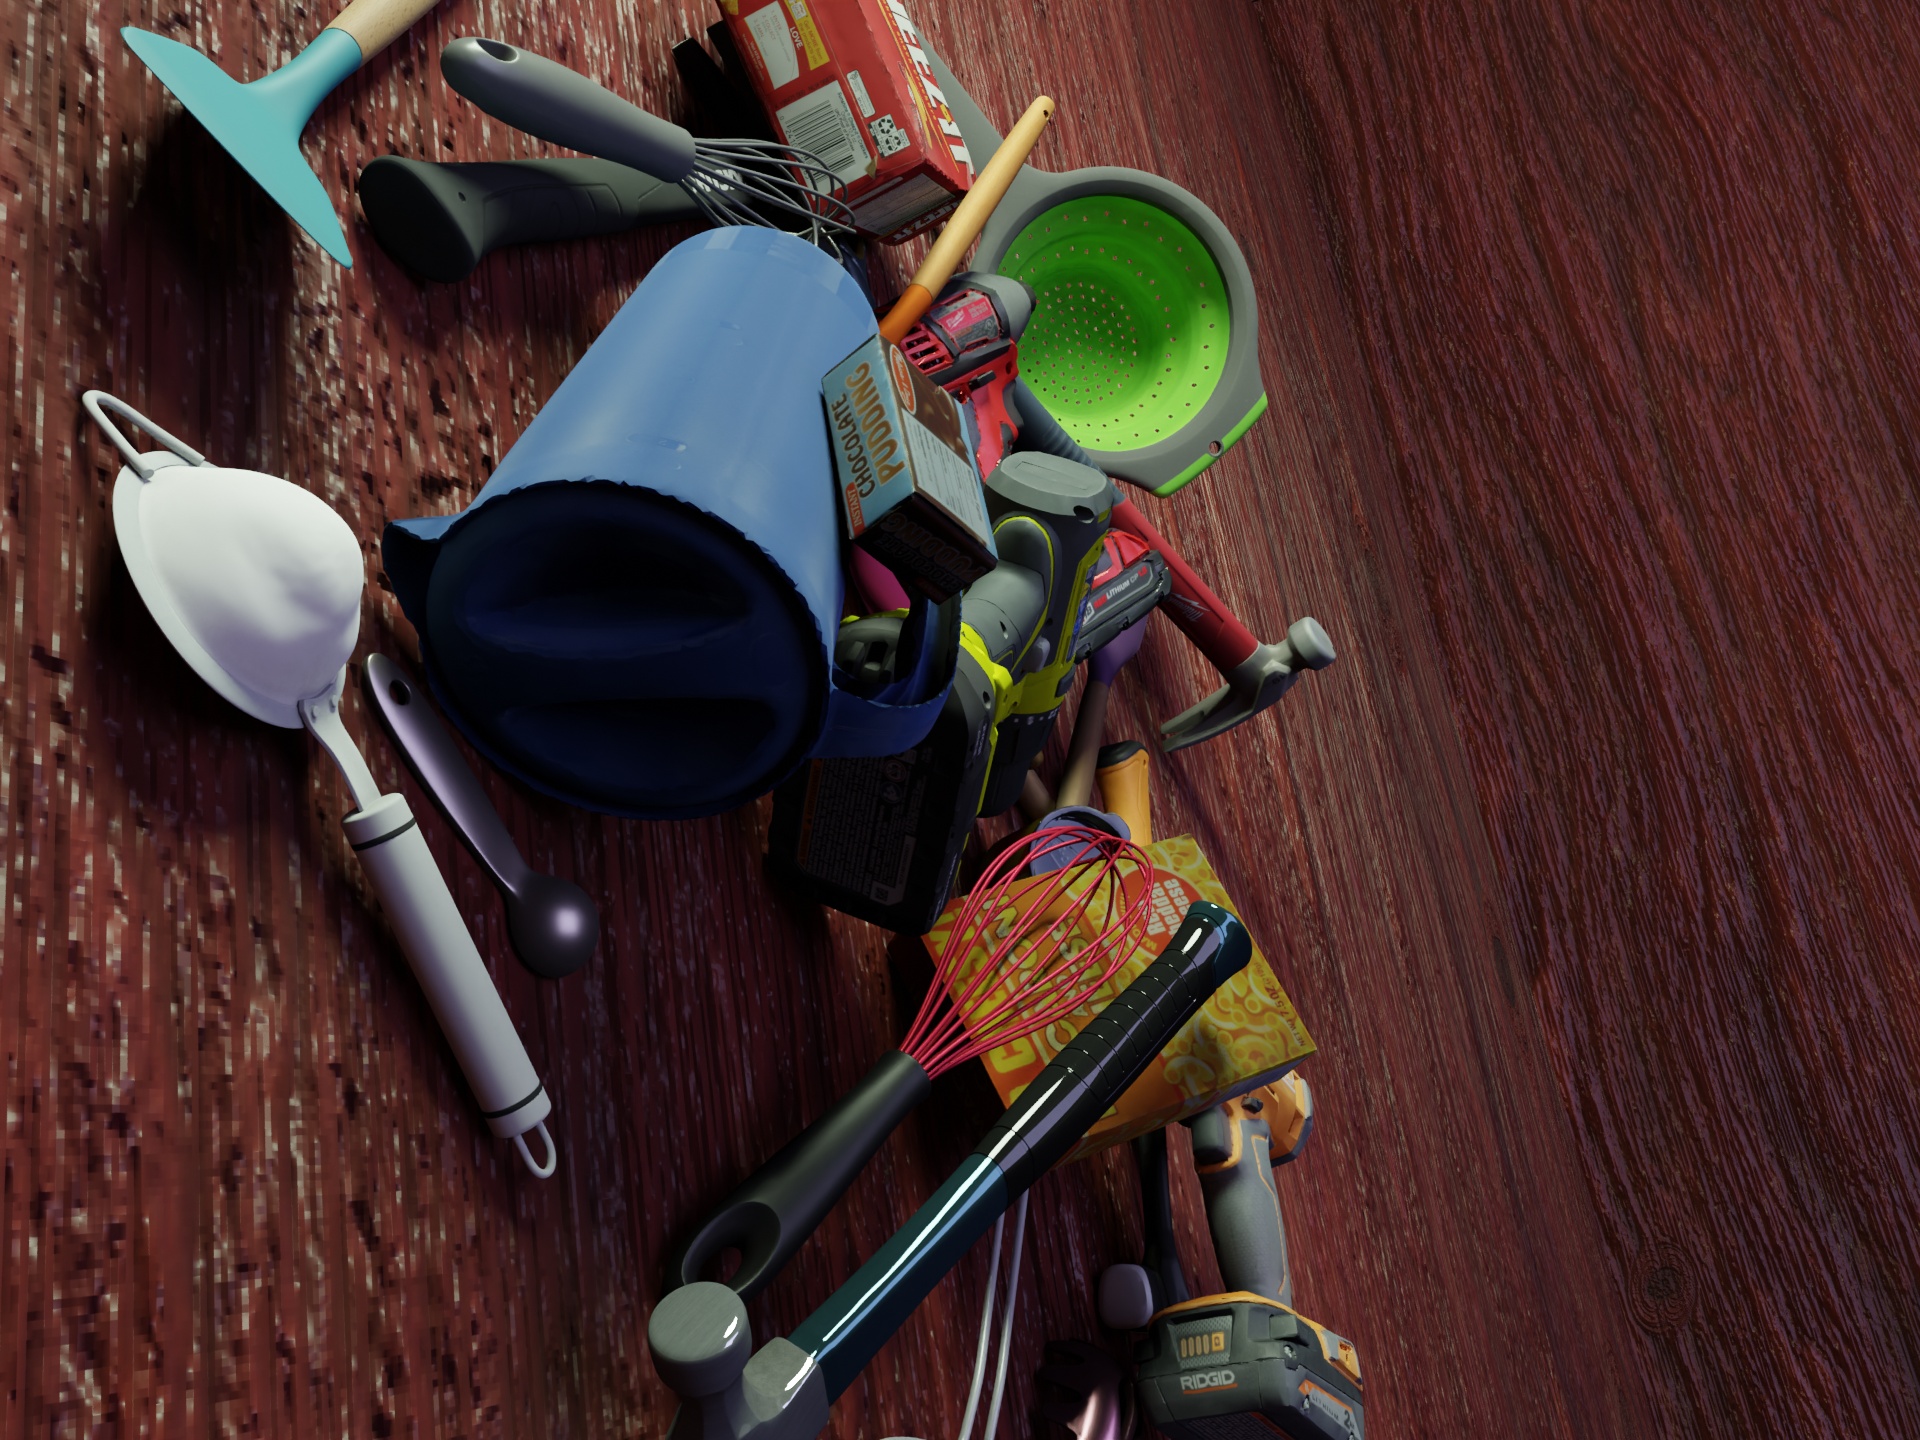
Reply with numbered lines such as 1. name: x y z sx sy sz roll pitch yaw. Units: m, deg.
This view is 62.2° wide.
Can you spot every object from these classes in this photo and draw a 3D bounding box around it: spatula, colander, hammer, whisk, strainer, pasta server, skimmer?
1. spatula: -0.005 -0.237 0.829 0.081 0.041 0.323 53 49 -34
2. colander: 0.042 -0.330 1.089 0.397 0.204 0.094 50 -6 -10
3. hammer: 0.108 0.173 0.913 0.127 0.034 0.337 33 48 -53
4. spatula: -0.204 -0.254 0.571 0.082 0.044 0.318 49 31 -30
5. whisk: -0.010 0.126 0.619 0.296 0.073 0.073 -39 110 -43
6. hammer: 0.089 -0.126 1.068 0.386 0.143 0.038 42 28 -29
7. hammer: -0.145 -0.235 0.694 0.146 0.035 0.335 67 25 -12
8. strainer: -0.169 0.021 0.457 0.087 0.050 0.258 -76 146 -74
9. pasta server: 0.027 0.380 0.635 0.060 0.040 0.316 63 29 -19
10. spatula: 0.076 -0.001 0.948 0.059 0.018 0.316 33 48 -21
11. whisk: -0.118 -0.230 0.654 0.239 0.055 0.055 -2 75 -60
12. skimmer: 0.035 0.223 0.680 0.127 0.090 0.364 28 36 -13
13. hammer: 0.018 0.163 0.594 0.331 0.033 0.128 -36 132 -42

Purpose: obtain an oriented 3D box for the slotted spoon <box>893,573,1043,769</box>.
1. slotted spoon: -0.032 -0.086 0.802 0.313 0.031 0.070 57 18 -32

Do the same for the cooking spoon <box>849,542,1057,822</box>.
1. cooking spoon: 0.021 0.013 0.890 0.318 0.017 0.069 57 40 -30

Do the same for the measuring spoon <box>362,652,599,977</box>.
1. measuring spoon: -0.151 0.030 0.510 0.124 0.018 0.034 61 26 -20

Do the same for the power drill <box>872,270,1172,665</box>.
1. power drill: 0.027 -0.144 0.901 0.143 0.078 0.219 -37 106 -39

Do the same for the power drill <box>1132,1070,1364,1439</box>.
1. power drill: 0.129 0.237 0.796 0.185 0.084 0.226 49 31 -40

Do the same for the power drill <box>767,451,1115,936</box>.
1. power drill: -0.001 -0.002 0.724 0.228 0.080 0.190 -49 156 -58
